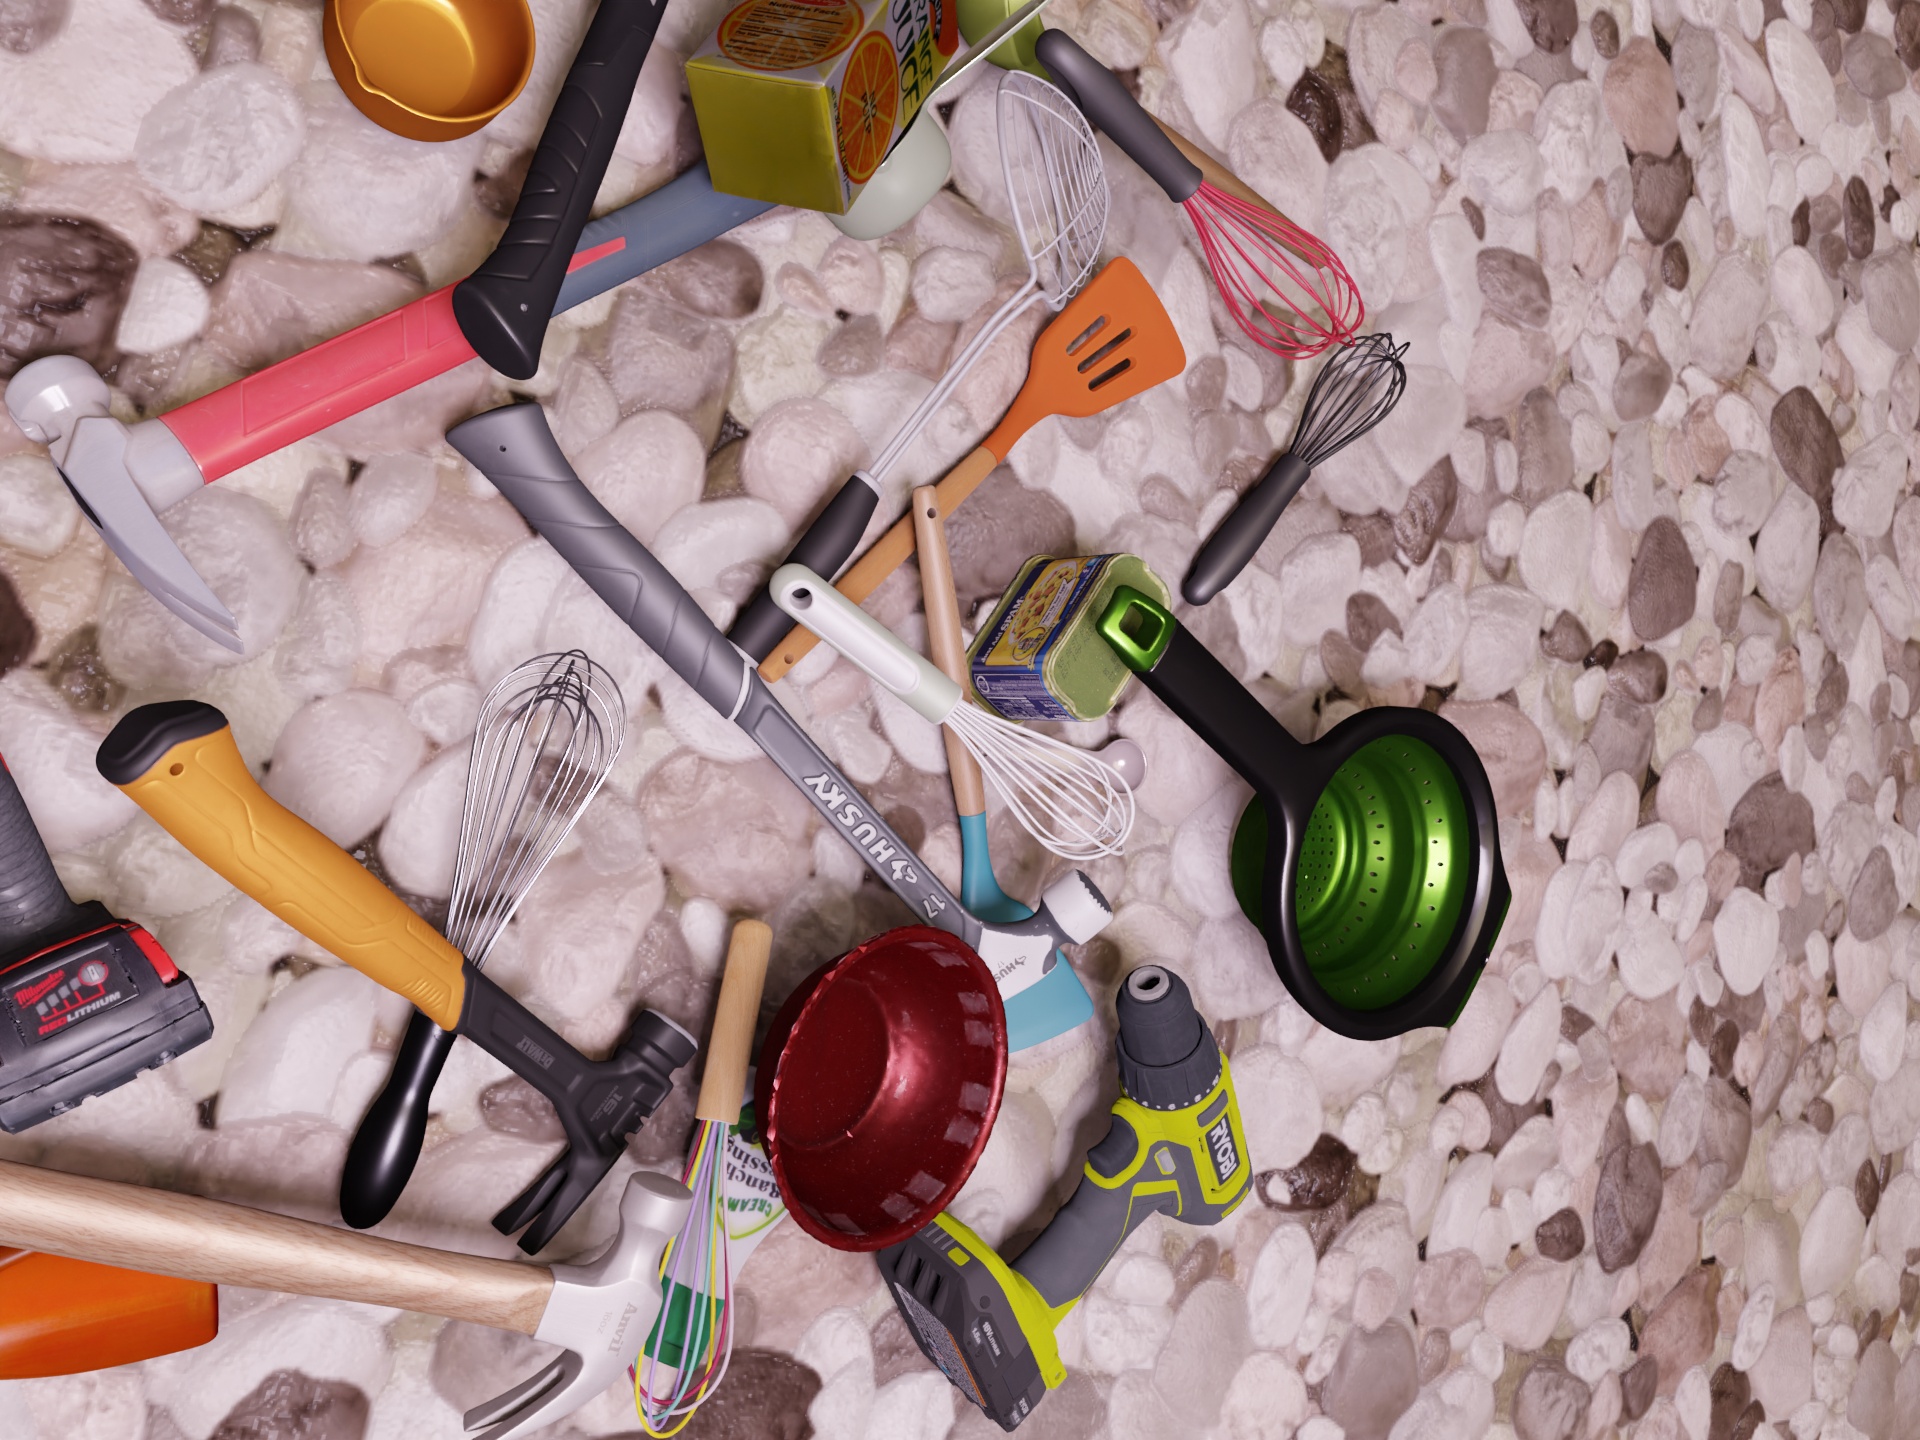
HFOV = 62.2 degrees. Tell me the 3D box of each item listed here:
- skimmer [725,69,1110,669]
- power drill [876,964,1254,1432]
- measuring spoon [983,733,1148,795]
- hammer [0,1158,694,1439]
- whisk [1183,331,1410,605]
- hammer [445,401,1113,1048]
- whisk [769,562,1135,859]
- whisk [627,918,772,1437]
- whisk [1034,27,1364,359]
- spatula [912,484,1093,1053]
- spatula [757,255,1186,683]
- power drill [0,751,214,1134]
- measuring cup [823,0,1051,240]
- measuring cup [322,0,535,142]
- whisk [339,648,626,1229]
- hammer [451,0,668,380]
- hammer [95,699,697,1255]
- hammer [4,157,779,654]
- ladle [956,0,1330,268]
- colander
[{"bbox_3d":[-0.033,-0.186,0.861,0.363,0.090,0.127,-53,151,-7],"label":"skimmer"},{"bbox_3d":[0.068,0.259,0.887,0.228,0.080,0.190,-38,131,-25],"label":"power drill"},{"bbox_3d":[0.054,0.022,0.938,0.124,0.018,0.034,8,87,-24],"label":"measuring spoon"},{"bbox_3d":[-0.284,0.223,0.659,0.331,0.031,0.130,21,90,-25],"label":"hammer"},{"bbox_3d":[0.215,-0.161,1.012,0.055,0.055,0.239,47,72,-23],"label":"whisk"},{"bbox_3d":[-0.103,0.003,0.806,0.149,0.036,0.408,-39,107,9],"label":"hammer"},{"bbox_3d":[-0.001,-0.003,0.838,0.246,0.059,0.058,38,105,-19],"label":"whisk"},{"bbox_3d":[-0.123,0.219,0.781,0.047,0.051,0.245,19,69,-26],"label":"whisk"},{"bbox_3d":[0.144,-0.302,0.935,0.295,0.073,0.073,31,75,-37],"label":"whisk"},{"bbox_3d":[0.009,0.028,0.880,0.082,0.044,0.317,-15,105,-23],"label":"spatula"},{"bbox_3d":[0.004,-0.133,0.886,0.323,0.041,0.081,-47,118,-21],"label":"spatula"},{"bbox_3d":[-0.372,0.035,0.602,0.078,0.143,0.219,-27,107,-31],"label":"power drill"},{"bbox_3d":[-0.005,-0.315,0.831,0.167,0.083,0.038,-39,123,6],"label":"measuring cup"},{"bbox_3d":[-0.271,-0.338,0.709,0.173,0.052,0.095,46,69,-22],"label":"measuring cup"},{"bbox_3d":[-0.229,0.099,0.740,0.070,0.070,0.284,23,84,-30],"label":"whisk"},{"bbox_3d":[-0.157,-0.307,0.740,0.146,0.035,0.335,33,64,-43],"label":"hammer"},{"bbox_3d":[-0.234,0.110,0.671,0.127,0.034,0.336,-53,140,-20],"label":"hammer"},{"bbox_3d":[-0.209,-0.178,0.731,0.386,0.038,0.143,-37,80,-29],"label":"hammer"},{"bbox_3d":[0.122,-0.357,0.946,0.320,0.062,0.078,24,61,-32],"label":"ladle"},{"bbox_3d":[0.186,0.045,0.954,0.396,0.094,0.204,40,72,-32],"label":"colander"}]
